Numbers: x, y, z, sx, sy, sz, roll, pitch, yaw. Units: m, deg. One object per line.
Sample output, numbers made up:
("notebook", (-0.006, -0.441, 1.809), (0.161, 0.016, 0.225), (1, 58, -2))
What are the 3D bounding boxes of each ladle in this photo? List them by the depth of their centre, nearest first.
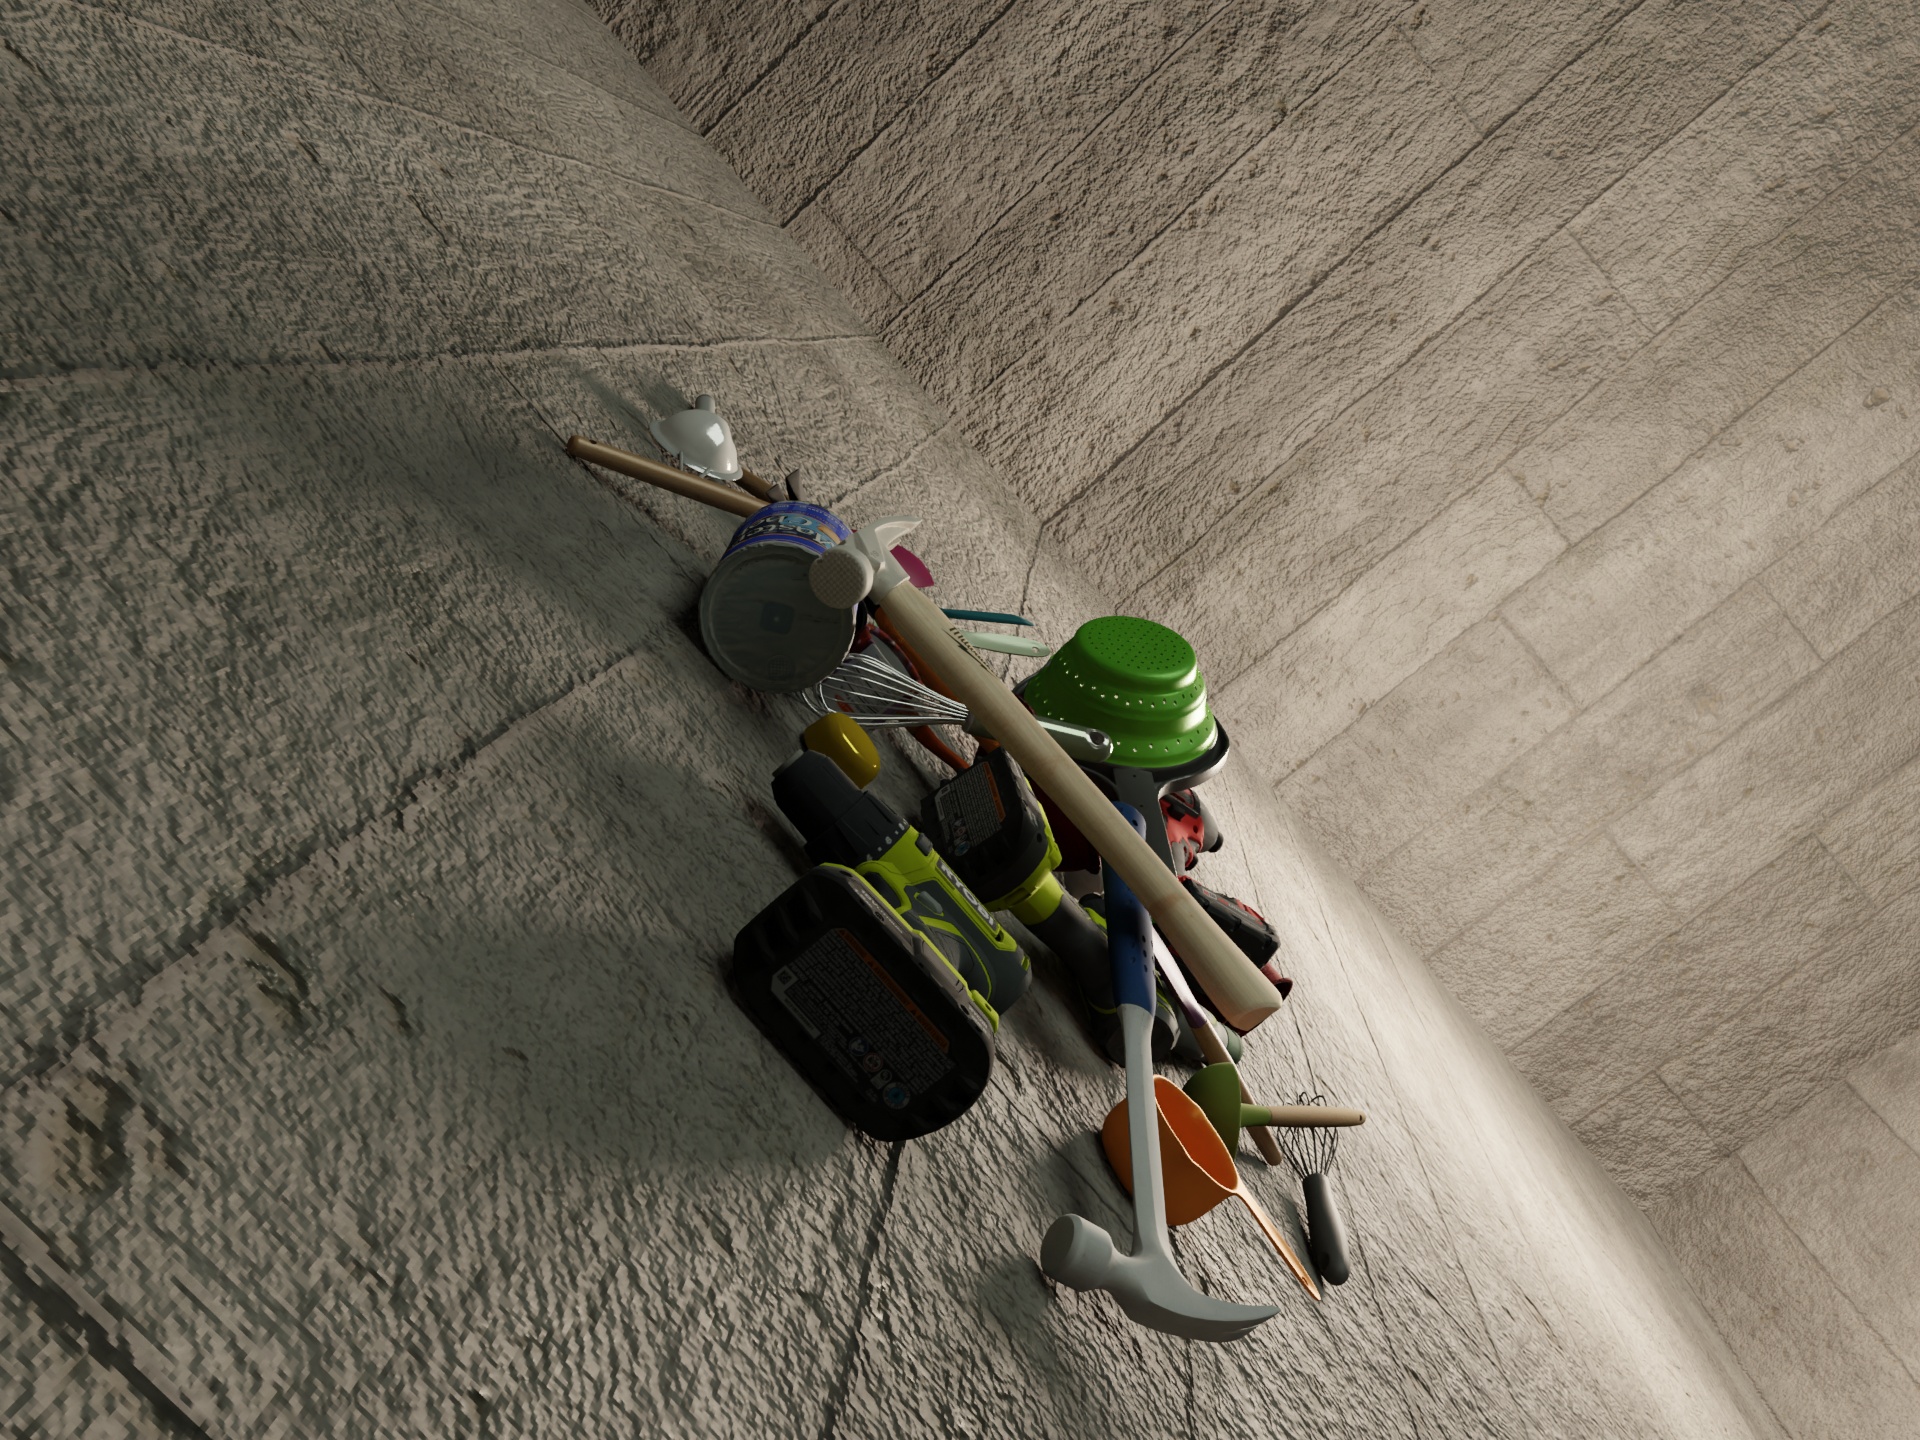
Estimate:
("ladle", (0.258, 0.309, 1.235), (0.320, 0.062, 0.078), (19, 73, -51))

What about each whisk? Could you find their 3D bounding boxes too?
("whisk", (-0.002, -0.004, 1.154), (0.246, 0.059, 0.058), (13, 52, -18))
("whisk", (0.292, 0.377, 1.292), (0.055, 0.055, 0.239), (47, 16, -11))

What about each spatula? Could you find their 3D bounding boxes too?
("spatula", (0.189, 0.243, 1.210), (0.315, 0.018, 0.060), (59, 9, -32))
("spatula", (-0.053, -0.003, 1.271), (0.323, 0.041, 0.081), (49, 12, 18))
("spatula", (-0.080, -0.154, 1.421), (0.317, 0.044, 0.082), (32, 5, -11))

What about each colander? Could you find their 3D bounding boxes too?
("colander", (0.151, 0.015, 1.347), (0.204, 0.094, 0.397), (6, 33, -7))

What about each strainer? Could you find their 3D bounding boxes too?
("strainer", (-0.225, -0.259, 1.389), (0.086, 0.050, 0.259), (28, 15, -18))

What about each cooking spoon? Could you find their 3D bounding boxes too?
("cooking spoon", (-0.147, -0.156, 1.190), (0.318, 0.017, 0.069), (16, 32, -37))

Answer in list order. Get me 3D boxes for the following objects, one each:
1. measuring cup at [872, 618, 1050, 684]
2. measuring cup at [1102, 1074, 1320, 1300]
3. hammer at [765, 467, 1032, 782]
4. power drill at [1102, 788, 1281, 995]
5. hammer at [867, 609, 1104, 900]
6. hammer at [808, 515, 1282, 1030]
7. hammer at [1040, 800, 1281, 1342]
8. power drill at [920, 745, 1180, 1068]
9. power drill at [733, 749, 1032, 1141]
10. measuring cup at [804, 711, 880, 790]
("measuring cup", (-0.002, -0.060, 1.397), (0.167, 0.038, 0.083), (6, 49, -22))
("measuring cup", (0.156, 0.309, 1.009), (0.173, 0.052, 0.095), (52, 13, 3))
("hammer", (-0.045, -0.069, 1.273), (0.337, 0.034, 0.127), (48, -10, 32))
("power drill", (0.192, 0.129, 1.380), (0.143, 0.078, 0.220), (30, 26, -26))
("hammer", (0.021, -0.007, 1.450), (0.386, 0.038, 0.143), (50, 25, 8))
("hammer", (0.067, 0.034, 1.039), (0.410, 0.038, 0.146), (49, 23, -2))
("hammer", (0.112, 0.194, 0.983), (0.144, 0.035, 0.406), (32, 31, -19))
("power drill", (0.068, 0.132, 1.162), (0.223, 0.080, 0.171), (50, 12, -28))
("power drill", (-0.046, 0.109, 0.849), (0.190, 0.080, 0.228), (49, 10, -4))
("measuring cup", (-0.049, 0.059, 1.081), (0.156, 0.029, 0.062), (52, 13, 8))
